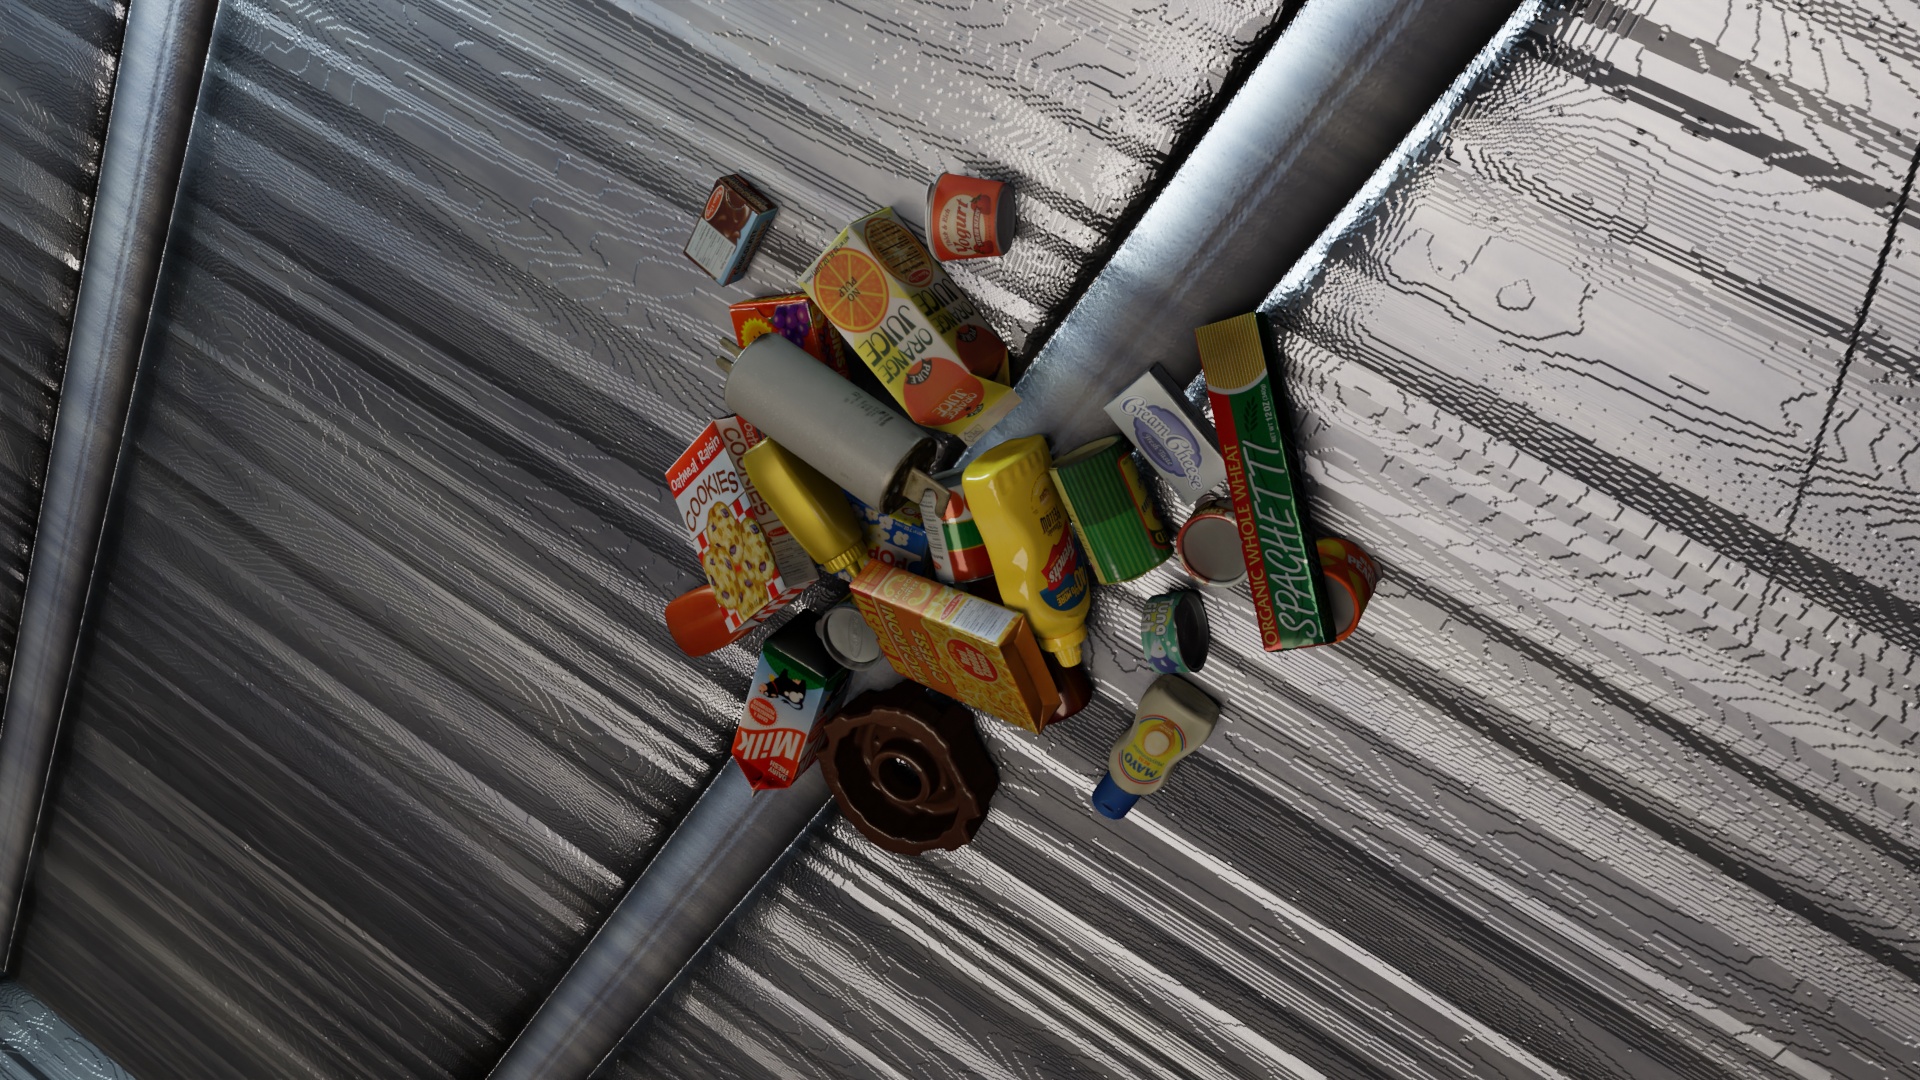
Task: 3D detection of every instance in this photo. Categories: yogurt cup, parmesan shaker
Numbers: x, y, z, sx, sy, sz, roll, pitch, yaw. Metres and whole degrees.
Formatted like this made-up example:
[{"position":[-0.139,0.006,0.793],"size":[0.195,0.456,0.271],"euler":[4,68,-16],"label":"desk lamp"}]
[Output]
[{"position":[0.009,-0.246,1.062],"size":[0.054,0.073,0.072],"euler":[6,117,18],"label":"yogurt cup"},{"position":[0.120,-0.025,1.104],"size":[0.071,0.072,0.103],"euler":[-17,104,34],"label":"parmesan shaker"}]

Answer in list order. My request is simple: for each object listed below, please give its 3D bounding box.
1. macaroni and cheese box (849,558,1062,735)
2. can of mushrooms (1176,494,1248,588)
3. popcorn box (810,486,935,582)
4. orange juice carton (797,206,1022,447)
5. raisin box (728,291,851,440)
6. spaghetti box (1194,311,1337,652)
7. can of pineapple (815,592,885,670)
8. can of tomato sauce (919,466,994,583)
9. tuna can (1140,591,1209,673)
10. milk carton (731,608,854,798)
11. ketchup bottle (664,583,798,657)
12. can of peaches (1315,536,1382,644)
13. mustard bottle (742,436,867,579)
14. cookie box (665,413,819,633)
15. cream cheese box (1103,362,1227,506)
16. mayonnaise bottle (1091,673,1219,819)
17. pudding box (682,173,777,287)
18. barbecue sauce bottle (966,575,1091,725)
[{"position":[-0.006,0.089,1.177],"size":[0.166,0.040,0.123],"euler":[18,147,36],"label":"macaroni and cheese box"},{"position":[0.204,0.000,1.093],"size":[0.071,0.034,0.070],"euler":[13,120,24],"label":"can of mushrooms"},{"position":[-0.081,-0.002,1.248],"size":[0.127,0.038,0.084],"euler":[23,121,18],"label":"popcorn box"},{"position":[-0.033,-0.167,1.118],"size":[0.192,0.073,0.071],"euler":[50,127,-2],"label":"orange juice carton"},{"position":[-0.144,-0.151,1.208],"size":[0.086,0.040,0.123],"euler":[0,113,30],"label":"raisin box"},{"position":[0.224,-0.042,1.018],"size":[0.050,0.029,0.250],"euler":[-13,88,33],"label":"spaghetti box"},{"position":[-0.088,0.077,1.277],"size":[0.071,0.058,0.070],"euler":[12,119,24],"label":"can of pineapple"},{"position":[0.004,-0.015,1.176],"size":[0.071,0.071,0.083],"euler":[-4,109,30],"label":"can of tomato sauce"},{"position":[0.173,0.074,1.124],"size":[0.033,0.071,0.071],"euler":[-7,110,32],"label":"tuna can"},{"position":[-0.165,0.169,1.357],"size":[0.073,0.073,0.189],"euler":[30,125,13],"label":"milk carton"},{"position":[-0.222,0.066,1.356],"size":[0.148,0.044,0.064],"euler":[-22,100,35],"label":"ketchup bottle"},{"position":[0.279,0.038,1.055],"size":[0.071,0.058,0.071],"euler":[13,119,24],"label":"can of peaches"},{"position":[-0.124,-0.021,1.199],"size":[0.048,0.065,0.160],"euler":[-29,99,29],"label":"mustard bottle"},{"position":[-0.201,-0.016,1.262],"size":[0.122,0.040,0.167],"euler":[-35,76,50],"label":"cookie box"},{"position":[0.165,-0.082,1.080],"size":[0.104,0.024,0.053],"euler":[49,125,-1],"label":"cream cheese box"},{"position":[0.162,0.184,1.202],"size":[0.065,0.041,0.147],"euler":[34,125,8],"label":"mayonnaise bottle"},{"position":[-0.197,-0.265,1.187],"size":[0.050,0.030,0.083],"euler":[41,126,7],"label":"pudding box"},{"position":[0.054,0.089,1.214],"size":[0.064,0.044,0.148],"euler":[-24,100,32],"label":"barbecue sauce bottle"}]
